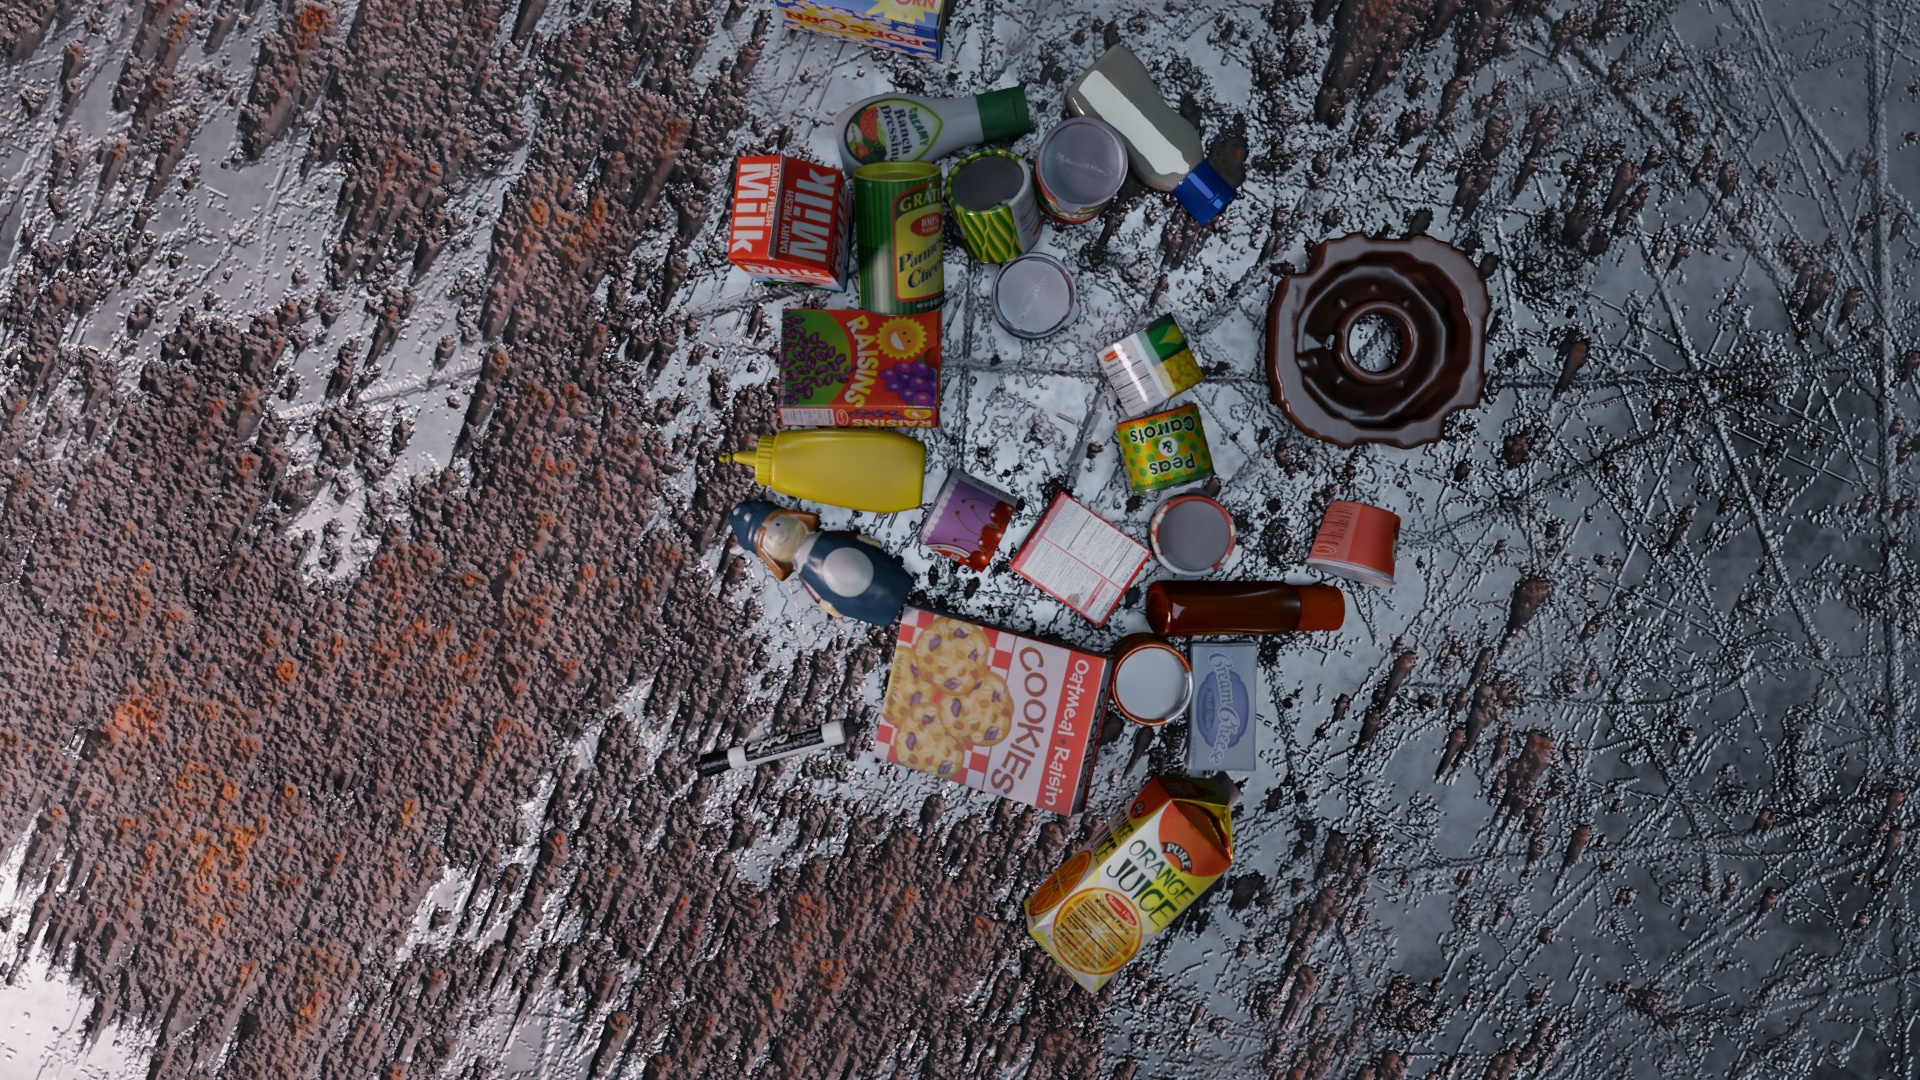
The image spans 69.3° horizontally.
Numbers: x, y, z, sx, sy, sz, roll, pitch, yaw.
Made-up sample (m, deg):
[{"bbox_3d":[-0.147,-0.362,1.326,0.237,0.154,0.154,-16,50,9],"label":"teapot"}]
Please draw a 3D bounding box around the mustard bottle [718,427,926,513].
[{"bbox_3d":[-0.107,-0.059,1.080,0.160,0.049,0.065,7,95,-1],"label":"mustard bottle"}]

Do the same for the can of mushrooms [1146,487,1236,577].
[{"bbox_3d":[0.182,-0.007,1.095,0.071,0.033,0.071,0,93,0],"label":"can of mushrooms"}]

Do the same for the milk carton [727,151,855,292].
[{"bbox_3d":[-0.121,-0.226,0.999,0.073,0.190,0.072,7,94,-1],"label":"milk carton"}]

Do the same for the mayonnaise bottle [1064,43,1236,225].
[{"bbox_3d":[0.150,-0.309,1.075,0.065,0.041,0.148,-44,94,3],"label":"mayonnaise bottle"}]

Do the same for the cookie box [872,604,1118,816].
[{"bbox_3d":[0.026,0.128,1.070,0.167,0.040,0.123,13,93,20],"label":"cookie box"}]

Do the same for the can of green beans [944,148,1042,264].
[{"bbox_3d":[0.025,-0.254,1.053,0.071,0.057,0.071,-6,61,11],"label":"can of green beans"}]

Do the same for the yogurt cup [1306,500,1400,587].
[{"bbox_3d":[0.310,0.002,1.083,0.072,0.072,0.054,16,85,-2],"label":"yogurt cup"}]

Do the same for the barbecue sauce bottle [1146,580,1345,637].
[{"bbox_3d":[0.224,0.053,1.086,0.149,0.065,0.043,0,95,-9],"label":"barbecue sauce bottle"}]

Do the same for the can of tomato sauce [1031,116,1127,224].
[{"bbox_3d":[0.088,-0.276,1.053,0.071,0.083,0.071,0,94,-1],"label":"can of tomato sauce"}]

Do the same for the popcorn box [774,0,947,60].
[{"bbox_3d":[-0.074,-0.402,1.043,0.127,0.085,0.038,12,93,-1],"label":"popcorn box"}]

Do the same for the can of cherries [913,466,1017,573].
[{"bbox_3d":[0.004,-0.013,1.075,0.058,0.071,0.071,26,93,-3],"label":"can of cherries"}]

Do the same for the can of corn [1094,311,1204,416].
[{"bbox_3d":[0.148,-0.136,1.072,0.071,0.071,0.058,-28,94,1],"label":"can of corn"}]

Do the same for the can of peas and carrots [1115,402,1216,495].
[{"bbox_3d":[0.158,-0.071,1.072,0.071,0.071,0.058,-15,93,0],"label":"can of peas and carrots"}]

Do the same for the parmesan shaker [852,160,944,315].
[{"bbox_3d":[-0.044,-0.229,1.049,0.071,0.071,0.102,-2,116,-1],"label":"parmesan shaker"}]

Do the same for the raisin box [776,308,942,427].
[{"bbox_3d":[-0.076,-0.133,1.067,0.123,0.040,0.086,1,69,-1],"label":"raisin box"}]

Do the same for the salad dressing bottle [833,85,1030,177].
[{"bbox_3d":[-0.021,-0.318,1.069,0.148,0.044,0.064,-12,99,0],"label":"salad dressing bottle"}]

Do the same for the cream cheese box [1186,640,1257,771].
[{"bbox_3d":[0.207,0.132,1.107,0.053,0.024,0.103,0,93,-1],"label":"cream cheese box"}]

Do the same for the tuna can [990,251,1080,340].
[{"bbox_3d":[0.059,-0.189,1.083,0.071,0.033,0.071,0,93,-1],"label":"tuna can"}]

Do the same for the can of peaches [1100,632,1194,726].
[{"bbox_3d":[0.144,0.108,1.088,0.071,0.058,0.071,0,94,-1],"label":"can of peaches"}]

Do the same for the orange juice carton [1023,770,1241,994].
[{"bbox_3d":[0.144,0.254,1.089,0.192,0.072,0.073,-44,93,2],"label":"orange juice carton"}]
